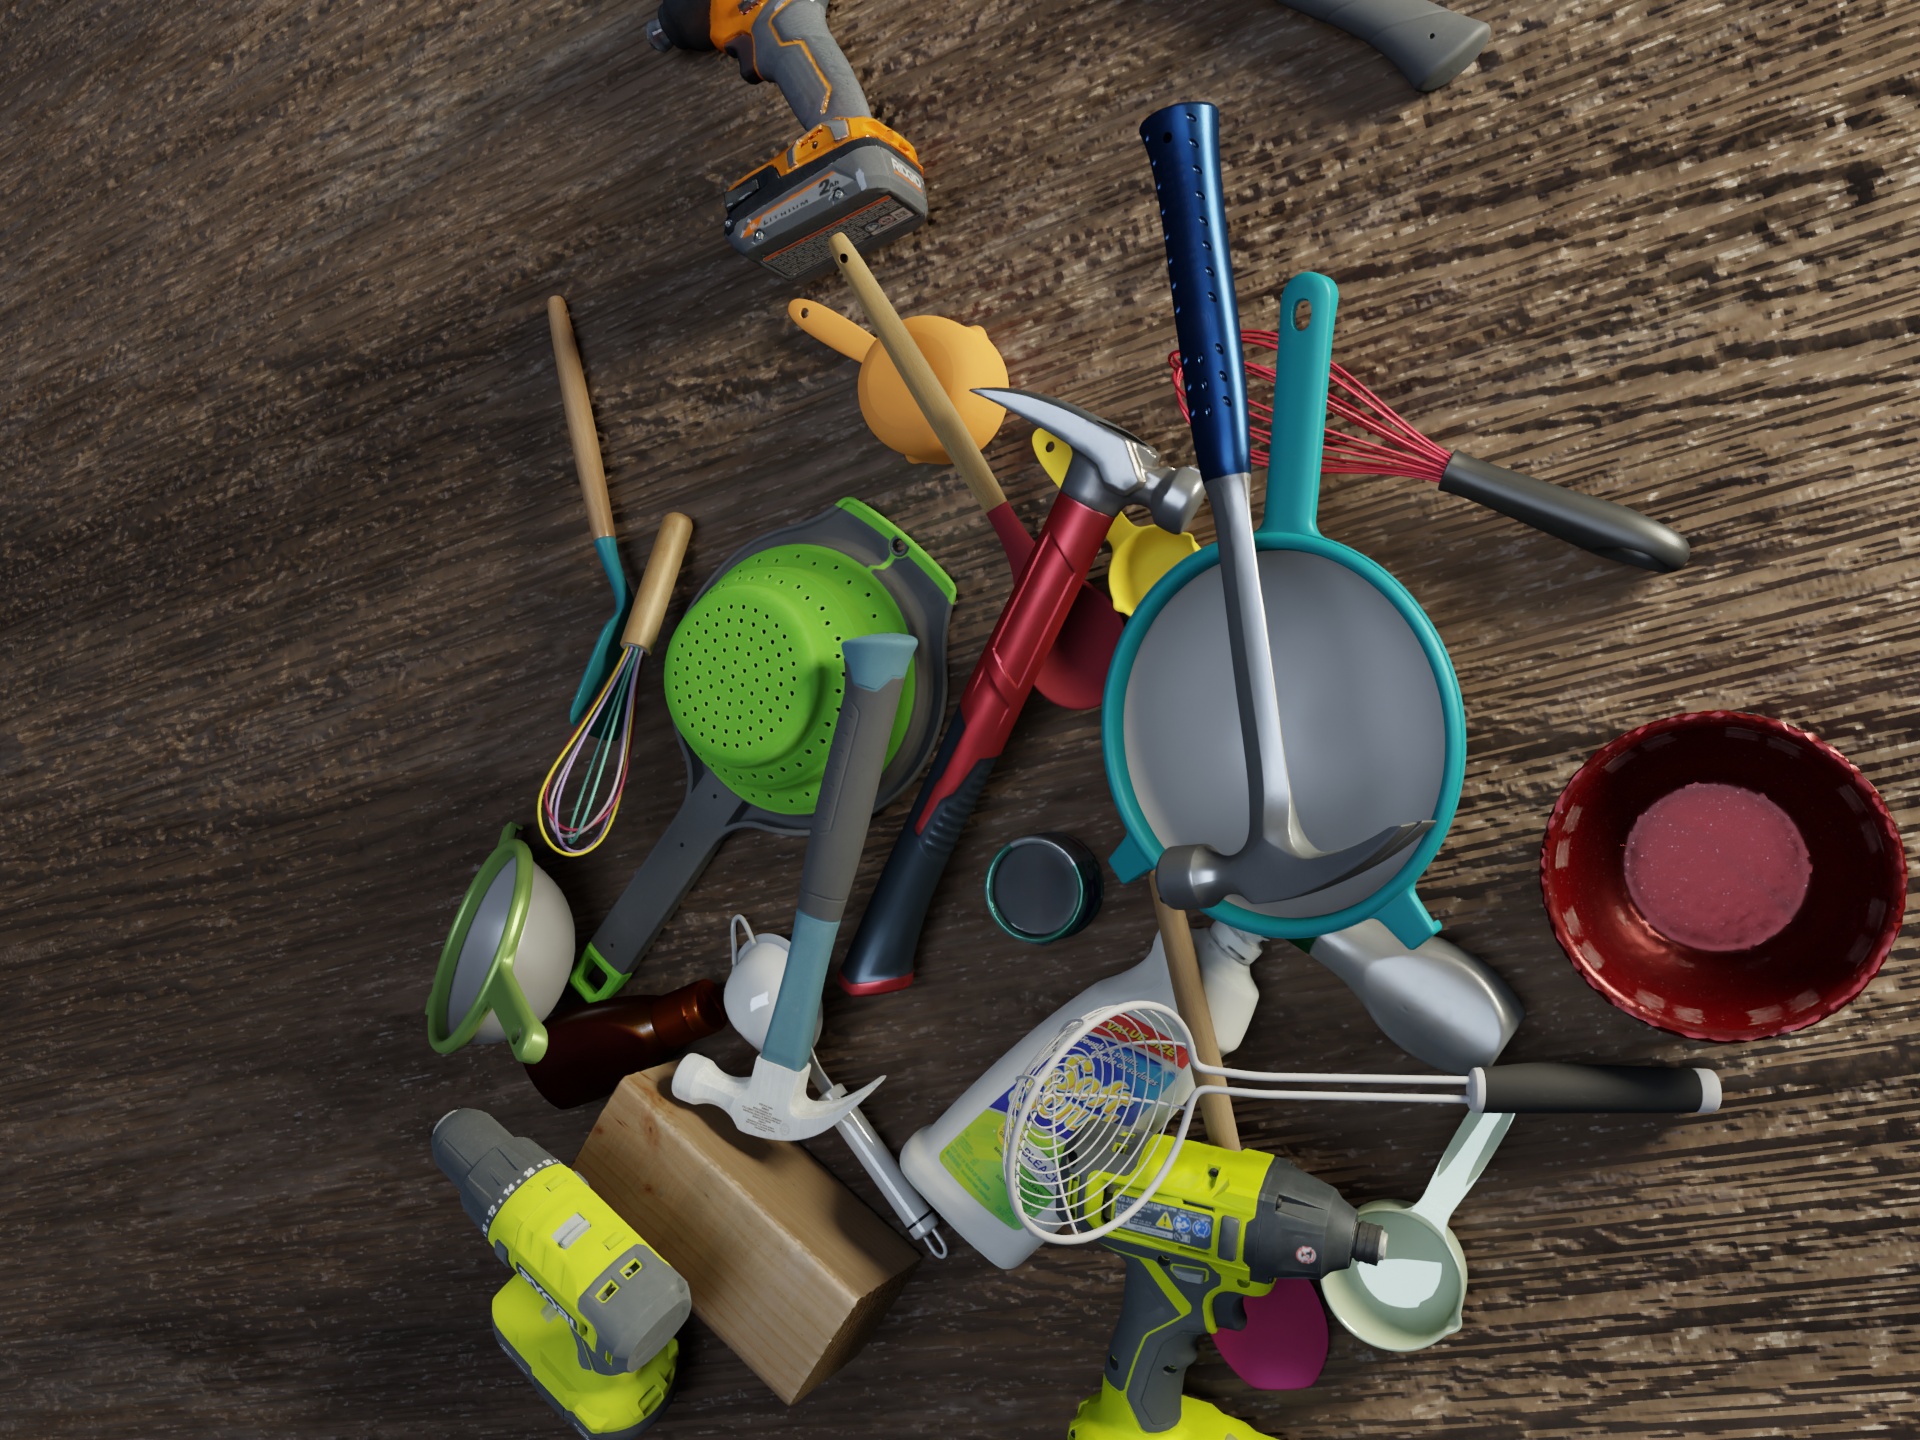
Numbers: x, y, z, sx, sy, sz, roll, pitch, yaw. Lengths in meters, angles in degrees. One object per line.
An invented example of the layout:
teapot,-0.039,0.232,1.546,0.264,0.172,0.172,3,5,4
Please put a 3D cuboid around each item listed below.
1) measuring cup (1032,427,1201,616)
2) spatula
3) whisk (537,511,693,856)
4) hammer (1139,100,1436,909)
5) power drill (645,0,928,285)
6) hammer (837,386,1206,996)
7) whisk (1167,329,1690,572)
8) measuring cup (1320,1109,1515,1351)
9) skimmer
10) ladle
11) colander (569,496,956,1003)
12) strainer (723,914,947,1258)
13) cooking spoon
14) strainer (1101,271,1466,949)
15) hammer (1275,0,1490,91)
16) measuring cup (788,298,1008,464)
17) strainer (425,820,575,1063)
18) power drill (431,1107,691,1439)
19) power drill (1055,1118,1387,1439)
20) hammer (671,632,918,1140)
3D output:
measuring cup,0.092,-0.119,0.949,0.062,0.029,0.157,-45,61,18
spatula,-0.261,-0.146,1.096,0.044,0.082,0.318,-15,78,9
whisk,-0.221,-0.029,1.035,0.047,0.051,0.245,17,70,-8
hammer,0.141,-0.112,0.798,0.144,0.035,0.405,-11,83,42
power drill,-0.117,-0.402,1.014,0.164,0.084,0.226,-19,78,25
hammer,-0.002,-0.003,0.947,0.143,0.038,0.386,29,110,11
whisk,0.244,-0.142,0.856,0.296,0.073,0.073,26,101,18
measuring cup,0.258,0.260,0.860,0.083,0.038,0.167,31,101,22
skimmer,0.202,0.198,0.783,0.363,0.090,0.127,0,108,0
ladle,0.007,-0.148,0.941,0.069,0.031,0.315,-29,95,20
colander,-0.164,0.037,1.025,0.205,0.094,0.397,42,106,19
strainer,-0.087,0.235,1.021,0.258,0.050,0.087,52,125,13
cooking spoon,0.146,0.231,0.882,0.069,0.017,0.319,-10,102,20
strainer,0.190,-0.058,0.846,0.211,0.095,0.340,9,99,40
hammer,0.123,-0.473,0.925,0.409,0.036,0.149,36,104,20
measuring cup,-0.053,-0.227,0.996,0.174,0.052,0.095,34,104,19
strainer,-0.282,0.173,1.046,0.256,0.069,0.151,26,92,62
power drill,-0.252,0.352,1.005,0.191,0.080,0.228,36,144,21
power drill,0.136,0.340,0.867,0.171,0.080,0.223,8,106,21
hammer,-0.084,0.103,0.958,0.128,0.033,0.331,18,105,16
